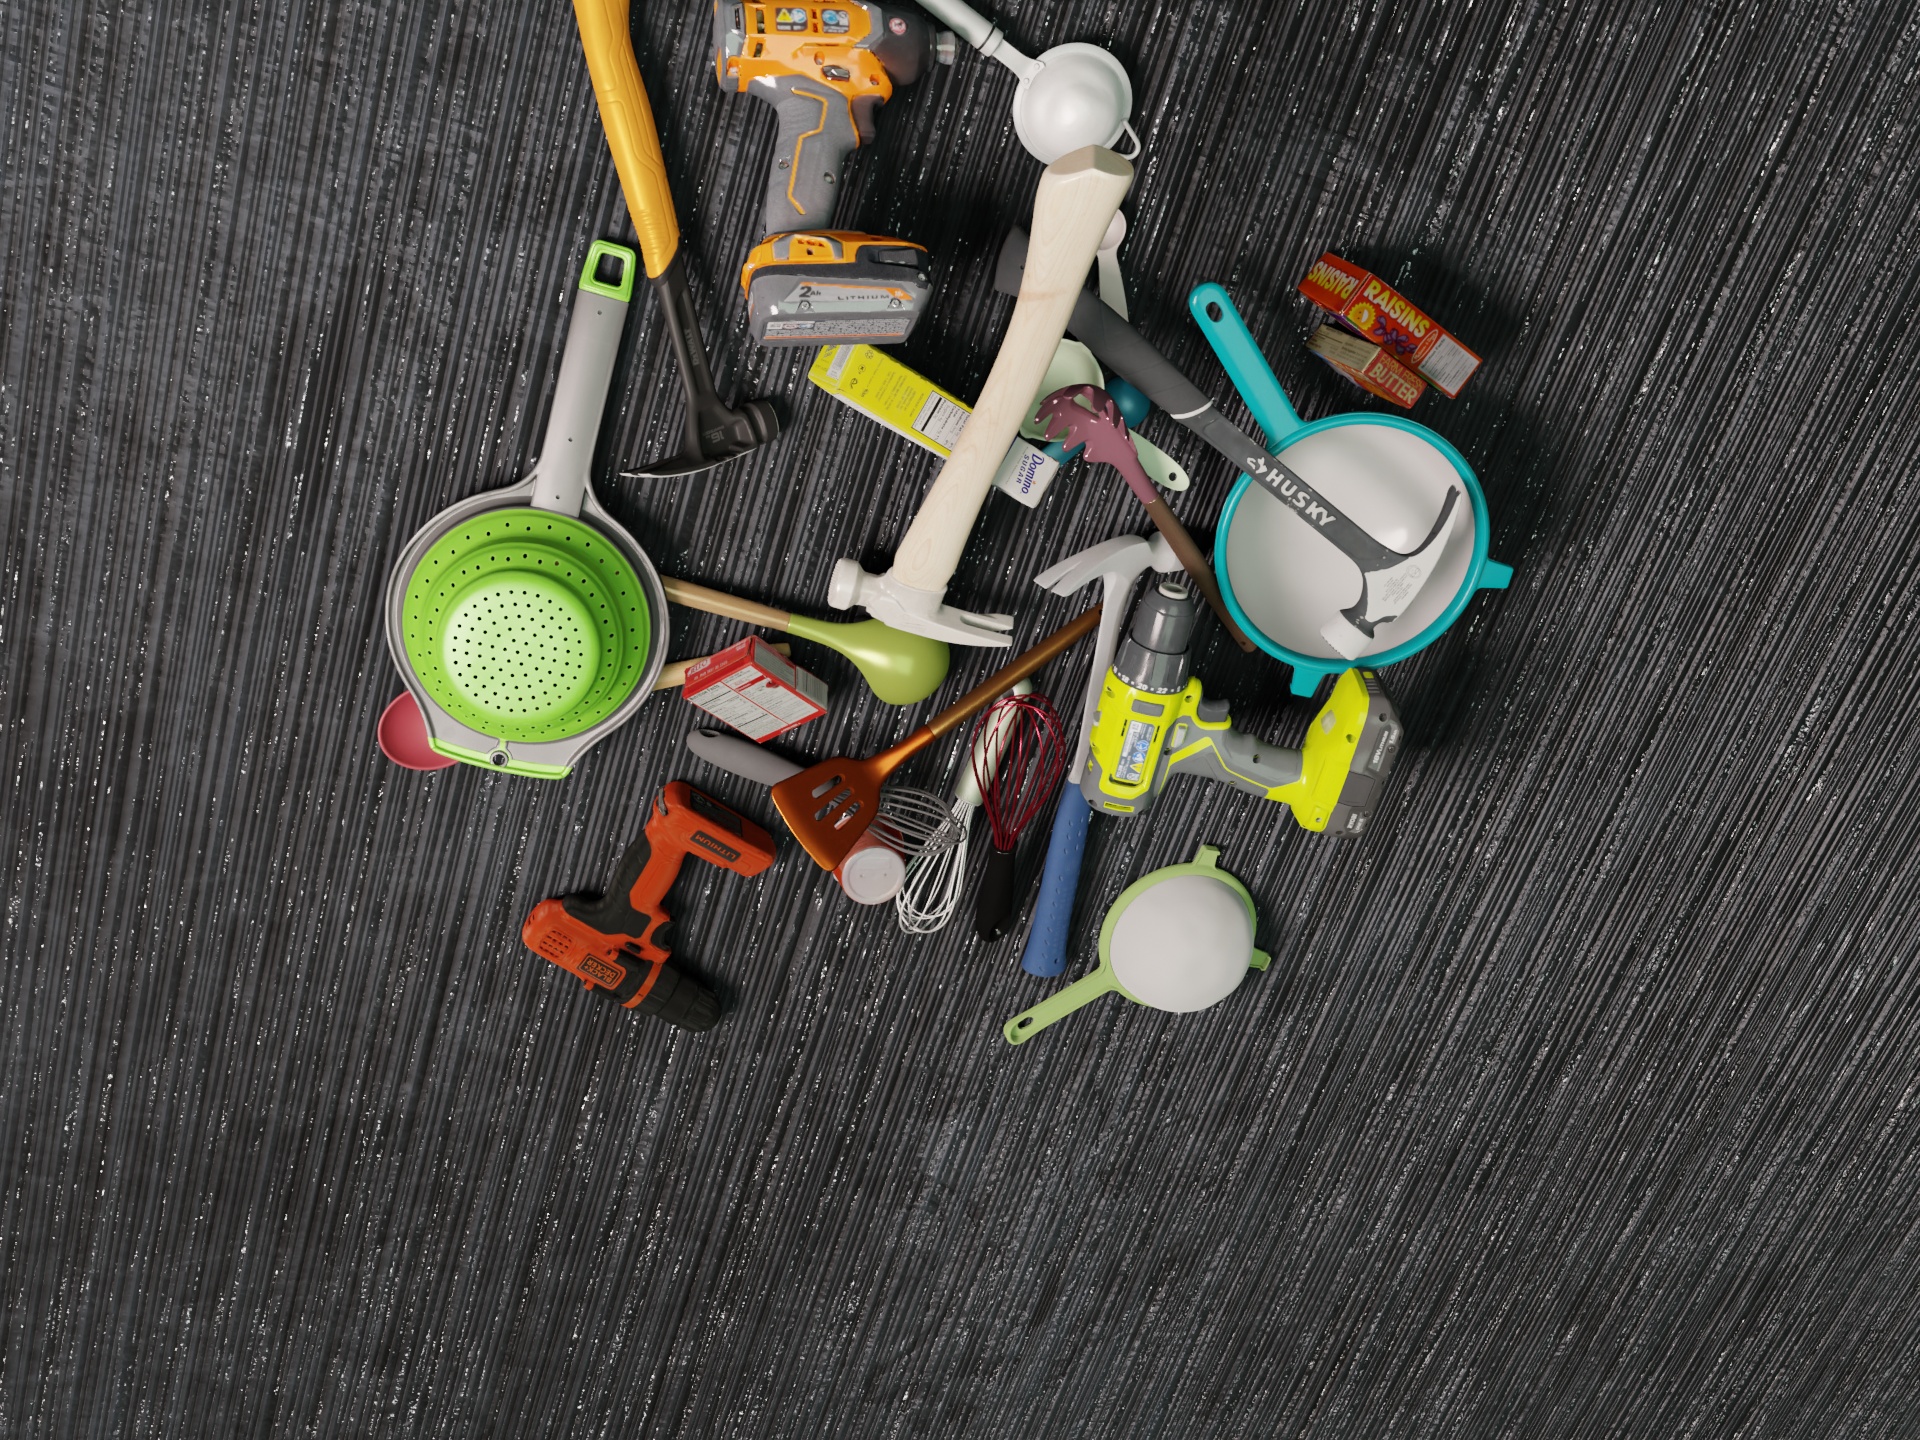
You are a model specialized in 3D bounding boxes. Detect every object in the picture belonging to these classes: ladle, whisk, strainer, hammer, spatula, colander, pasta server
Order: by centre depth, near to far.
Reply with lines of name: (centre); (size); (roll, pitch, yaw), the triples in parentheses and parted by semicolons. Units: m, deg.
hammer: (-0.213, -0.335, 1.078); (0.127, 0.034, 0.336); (-31, 119, -40)
hammer: (0.032, -0.200, 1.082); (0.146, 0.038, 0.410); (15, 138, -12)
strainer: (0.027, -0.464, 1.101); (0.258, 0.050, 0.087); (31, 116, -20)
colander: (-0.289, -0.136, 1.118); (0.204, 0.095, 0.397); (13, 104, -13)
hammer: (0.190, -0.221, 1.174); (0.408, 0.036, 0.149); (38, 109, -10)
pasta server: (0.155, -0.148, 1.219); (0.315, 0.060, 0.040); (48, 53, -38)
ladle: (-0.286, -0.022, 1.227); (0.315, 0.031, 0.069); (-13, 115, -10)
ladle: (-0.160, -0.082, 1.228); (0.320, 0.062, 0.078); (15, 87, -12)
strainer: (0.269, -0.200, 1.249); (0.211, 0.095, 0.340); (-31, 108, 14)
spatula: (-0.002, -0.004, 1.261); (0.322, 0.041, 0.081); (-36, 96, -11)
whisk: (-0.107, 0.054, 1.281); (0.239, 0.055, 0.055); (21, 107, -8)
whisk: (0.039, 0.087, 1.300); (0.073, 0.073, 0.295); (-5, 136, -12)
hammer: (0.097, 0.039, 1.324); (0.144, 0.035, 0.405); (-13, 123, -38)
whisk: (0.004, 0.072, 1.333); (0.059, 0.058, 0.246); (4, 114, -53)
strainer: (0.159, 0.233, 1.424); (0.256, 0.069, 0.151); (-29, 117, -1)

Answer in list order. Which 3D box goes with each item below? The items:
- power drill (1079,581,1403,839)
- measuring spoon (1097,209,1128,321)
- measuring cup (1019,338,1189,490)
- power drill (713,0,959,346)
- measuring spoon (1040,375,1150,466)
power drill: (0.221, -0.002, 1.249); (0.228, 0.080, 0.190); (11, 118, -4)
measuring spoon: (0.111, -0.328, 1.198); (0.034, 0.018, 0.124); (-16, 123, -7)
measuring cup: (0.104, -0.226, 1.212); (0.167, 0.038, 0.083); (33, 95, -16)
power drill: (-0.075, -0.371, 1.057); (0.164, 0.084, 0.226); (-5, 86, -12)
measuring spoon: (0.095, -0.218, 1.234); (0.128, 0.021, 0.042); (-38, 116, 3)
